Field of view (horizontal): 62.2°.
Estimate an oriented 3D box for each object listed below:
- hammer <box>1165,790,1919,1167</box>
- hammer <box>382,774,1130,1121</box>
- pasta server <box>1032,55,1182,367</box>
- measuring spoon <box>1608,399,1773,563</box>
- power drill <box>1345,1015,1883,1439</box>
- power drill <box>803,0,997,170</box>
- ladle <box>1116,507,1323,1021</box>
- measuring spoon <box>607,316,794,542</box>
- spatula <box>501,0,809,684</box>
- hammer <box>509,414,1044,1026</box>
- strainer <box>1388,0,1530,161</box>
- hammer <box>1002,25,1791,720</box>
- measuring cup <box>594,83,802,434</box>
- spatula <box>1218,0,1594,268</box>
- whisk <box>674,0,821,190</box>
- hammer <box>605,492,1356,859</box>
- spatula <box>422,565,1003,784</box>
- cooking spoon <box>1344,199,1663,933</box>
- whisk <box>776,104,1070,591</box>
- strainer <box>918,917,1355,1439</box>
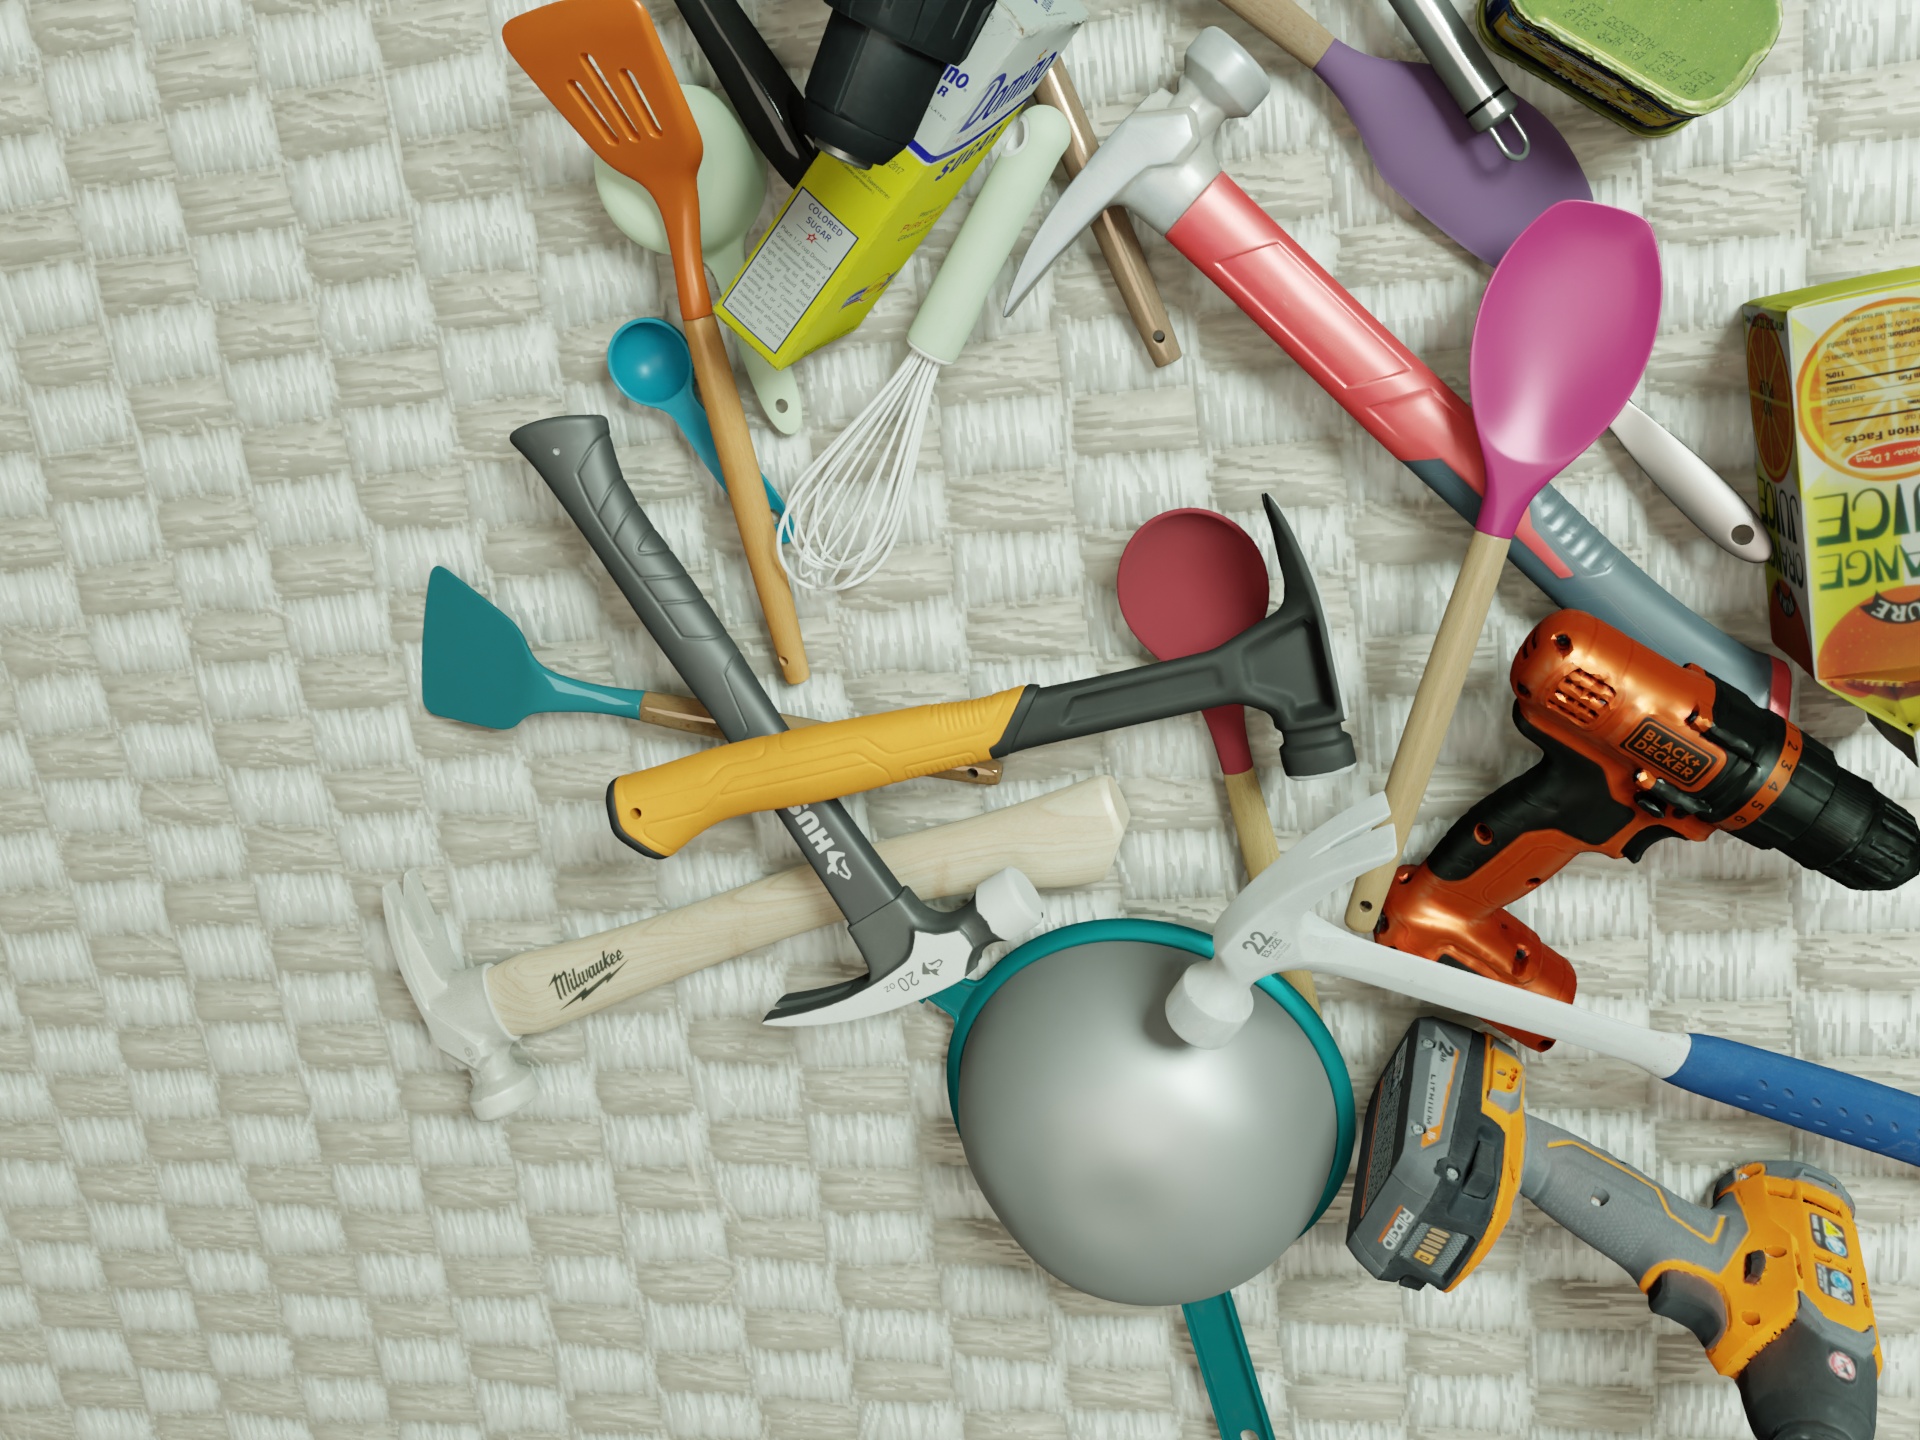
[{"bbox_3d":[0.303,0.140,0.688,0.405,0.035,0.144,18,130,-10],"label":"hammer"},{"bbox_3d":[-0.112,0.094,0.831,0.410,0.038,0.146,-19,100,17],"label":"hammer"},{"bbox_3d":[0.028,-0.301,0.684,0.060,0.040,0.316,-22,105,18],"label":"pasta server"},{"bbox_3d":[0.294,-0.112,0.668,0.124,0.018,0.034,49,114,11],"label":"measuring spoon"},{"bbox_3d":[0.296,0.239,0.714,0.226,0.164,0.084,22,124,8],"label":"power drill"},{"bbox_3d":[-0.046,-0.324,0.578,0.229,0.080,0.190,47,120,39],"label":"power drill"},{"bbox_3d":[0.141,0.047,0.763,0.069,0.031,0.315,-13,105,14],"label":"ladle"},{"bbox_3d":[-0.121,-0.140,0.774,0.042,0.021,0.128,-32,107,20],"label":"measuring spoon"},{"bbox_3d":[-0.119,-0.157,0.723,0.081,0.041,0.322,5,121,33],"label":"spatula"},{"bbox_3d":[-0.111,-0.004,0.767,0.146,0.035,0.335,-33,94,16],"label":"hammer"},{"bbox_3d":[0.149,-0.329,0.631,0.087,0.050,0.258,-39,95,-25],"label":"strainer"},{"bbox_3d":[0.198,-0.107,0.684,0.386,0.038,0.143,42,106,-5],"label":"hammer"},{"bbox_3d":[-0.114,-0.210,0.734,0.083,0.038,0.167,-19,100,17],"label":"measuring cup"},{"bbox_3d":[0.130,-0.292,0.653,0.316,0.018,0.059,34,105,-6],"label":"spatula"},{"bbox_3d":[-0.140,-0.359,0.687,0.073,0.073,0.295,-29,104,19],"label":"whisk"},{"bbox_3d":[-0.001,-0.002,0.716,0.337,0.034,0.127,-13,97,8],"label":"hammer"},{"bbox_3d":[-0.133,-0.008,0.812,0.317,0.044,0.082,11,108,4],"label":"spatula"},{"bbox_3d":[0.215,-0.054,0.668,0.069,0.017,0.318,16,108,8],"label":"cooking spoon"},{"bbox_3d":[-0.016,-0.160,0.718,0.059,0.058,0.246,15,119,-30],"label":"whisk"},{"bbox_3d":[0.103,0.269,0.796,0.211,0.095,0.340,-12,105,21],"label":"strainer"}]
